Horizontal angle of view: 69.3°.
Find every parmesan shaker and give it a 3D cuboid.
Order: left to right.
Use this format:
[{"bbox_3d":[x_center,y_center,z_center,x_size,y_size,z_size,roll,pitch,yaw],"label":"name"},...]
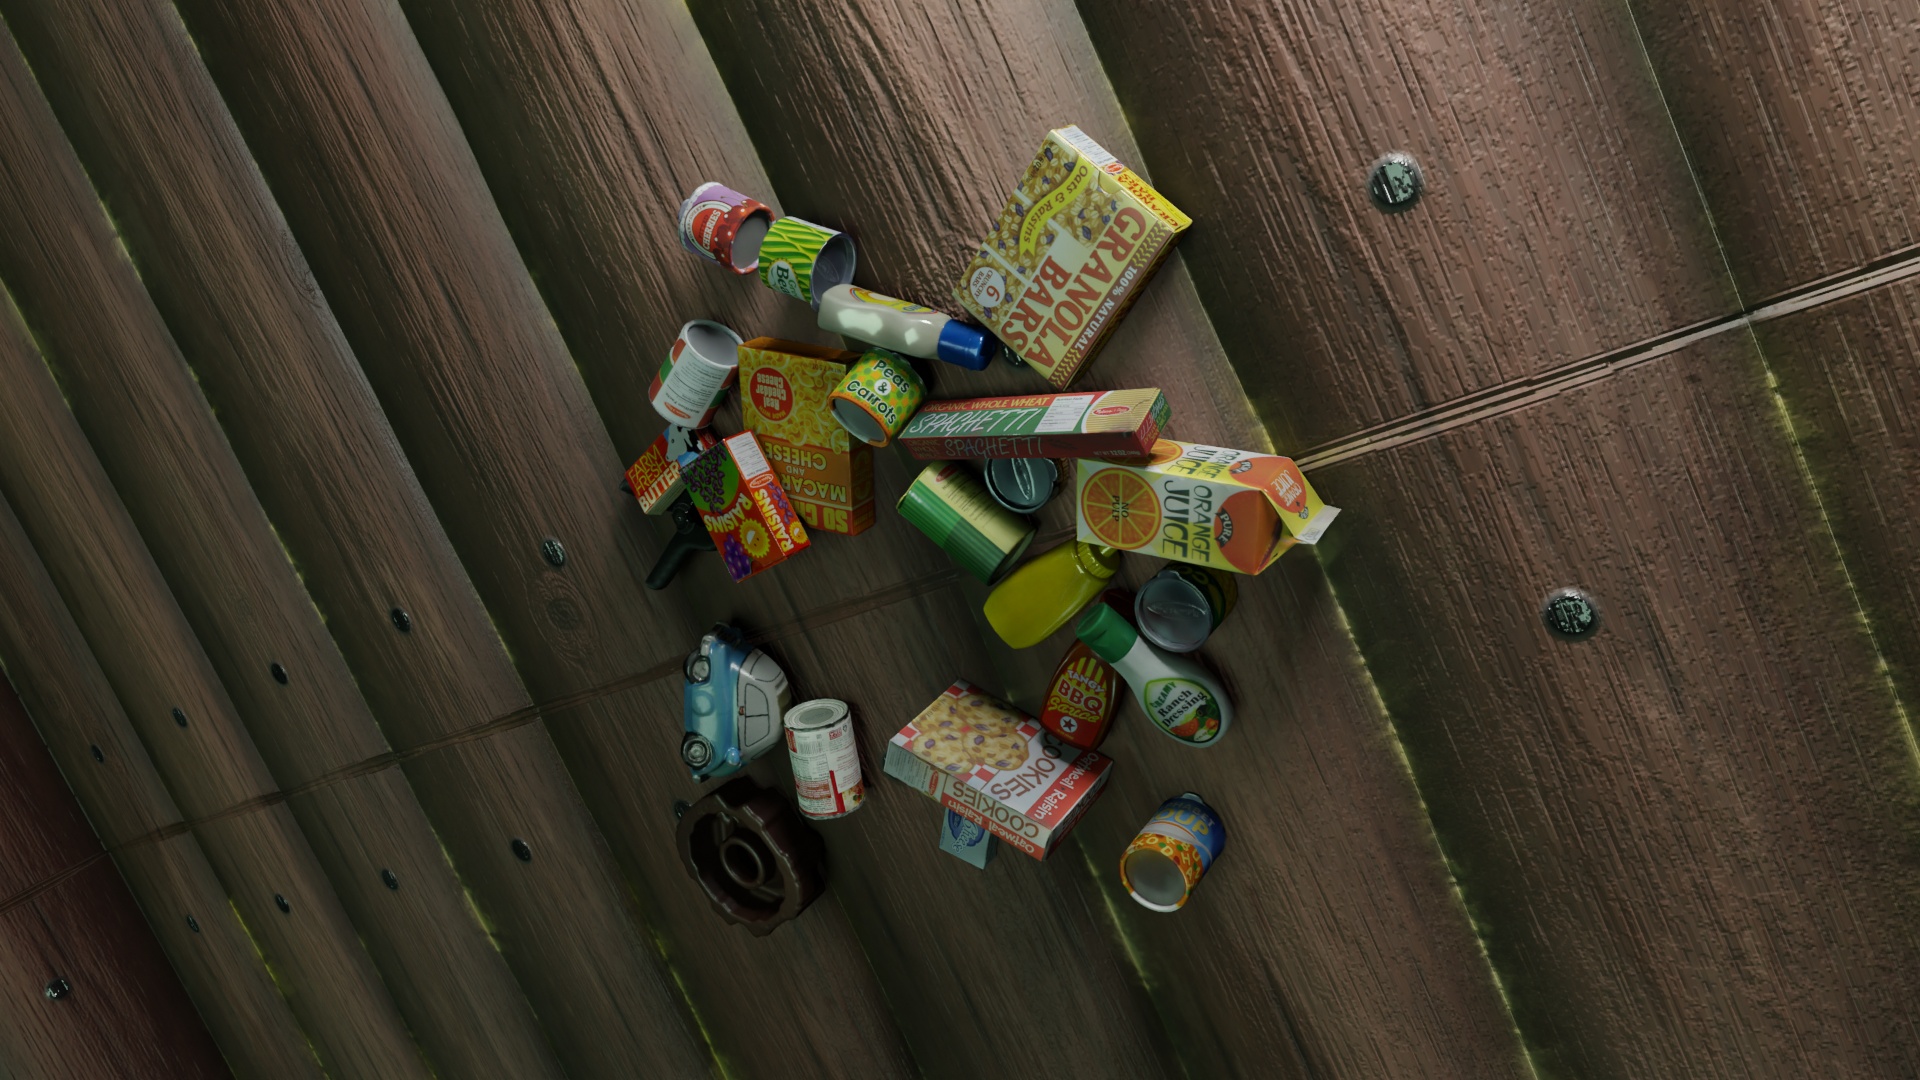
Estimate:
[{"bbox_3d":[0.004,-0.015,1.200,0.103,0.071,0.071,40,126,11],"label":"parmesan shaker"}]

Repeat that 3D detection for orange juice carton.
[{"bbox_3d":[0.191,-0.027,1.075,0.193,0.072,0.072,12,117,29],"label":"orange juice carton"}]

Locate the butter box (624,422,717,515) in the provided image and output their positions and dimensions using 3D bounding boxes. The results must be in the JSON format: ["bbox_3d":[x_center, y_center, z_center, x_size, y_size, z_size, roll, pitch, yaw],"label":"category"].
[{"bbox_3d":[-0.284,-0.076,1.366,0.103,0.024,0.053,-43,66,24],"label":"butter box"}]

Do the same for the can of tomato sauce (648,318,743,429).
[{"bbox_3d":[-0.246,-0.158,1.305,0.071,0.071,0.082,45,127,8],"label":"can of tomato sauce"}]

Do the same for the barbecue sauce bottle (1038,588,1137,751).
[{"bbox_3d":[0.117,0.110,1.200,0.065,0.044,0.147,28,122,16],"label":"barbecue sauce bottle"}]

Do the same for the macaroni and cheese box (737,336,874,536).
[{"bbox_3d":[-0.142,-0.096,1.279,0.124,0.040,0.165,13,116,29],"label":"macaroni and cheese box"}]

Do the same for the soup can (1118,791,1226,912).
[{"bbox_3d":[0.183,0.268,1.200,0.071,0.084,0.071,13,116,28],"label":"soup can"}]

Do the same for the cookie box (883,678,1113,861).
[{"bbox_3d":[0.035,0.202,1.242,0.167,0.123,0.040,26,123,21],"label":"cookie box"}]

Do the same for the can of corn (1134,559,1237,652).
[{"bbox_3d":[0.182,0.046,1.120,0.071,0.058,0.071,13,117,28],"label":"can of corn"}]

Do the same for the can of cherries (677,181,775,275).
[{"bbox_3d":[-0.206,-0.274,1.223,0.058,0.072,0.071,29,123,19],"label":"can of cherries"}]

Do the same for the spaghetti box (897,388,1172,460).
[{"bbox_3d":[0.054,-0.092,1.120,0.250,0.050,0.028,2,138,43],"label":"spaghetti box"}]

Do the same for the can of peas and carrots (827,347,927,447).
[{"bbox_3d":[-0.071,-0.123,1.192,0.071,0.059,0.070,32,160,13],"label":"can of peas and carrots"}]

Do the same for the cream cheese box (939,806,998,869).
[{"bbox_3d":[0.013,0.264,1.346,0.053,0.024,0.103,21,120,22],"label":"cream cheese box"}]

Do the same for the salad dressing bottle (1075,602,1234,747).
[{"bbox_3d":[0.159,0.110,1.143,0.147,0.044,0.064,40,115,-13],"label":"salad dressing bottle"}]

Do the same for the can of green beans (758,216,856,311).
[{"bbox_3d":[-0.132,-0.239,1.193,0.058,0.071,0.071,23,121,23],"label":"can of green beans"}]

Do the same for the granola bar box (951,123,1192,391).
[{"bbox_3d":[0.083,-0.218,1.082,0.124,0.039,0.164,42,127,10],"label":"granola bar box"}]

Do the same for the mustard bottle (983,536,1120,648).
[{"bbox_3d":[0.089,0.034,1.181,0.159,0.049,0.065,-38,88,37],"label":"mustard bottle"}]

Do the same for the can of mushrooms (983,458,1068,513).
[{"bbox_3d":[0.058,-0.059,1.171,0.071,0.033,0.070,13,116,28],"label":"can of mushrooms"}]

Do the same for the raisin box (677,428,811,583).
[{"bbox_3d":[-0.202,-0.031,1.296,0.086,0.040,0.123,-25,93,43],"label":"raisin box"}]

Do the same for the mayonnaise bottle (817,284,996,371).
[{"bbox_3d":[-0.043,-0.179,1.168,0.148,0.065,0.041,19,112,20],"label":"mayonnaise bottle"}]
